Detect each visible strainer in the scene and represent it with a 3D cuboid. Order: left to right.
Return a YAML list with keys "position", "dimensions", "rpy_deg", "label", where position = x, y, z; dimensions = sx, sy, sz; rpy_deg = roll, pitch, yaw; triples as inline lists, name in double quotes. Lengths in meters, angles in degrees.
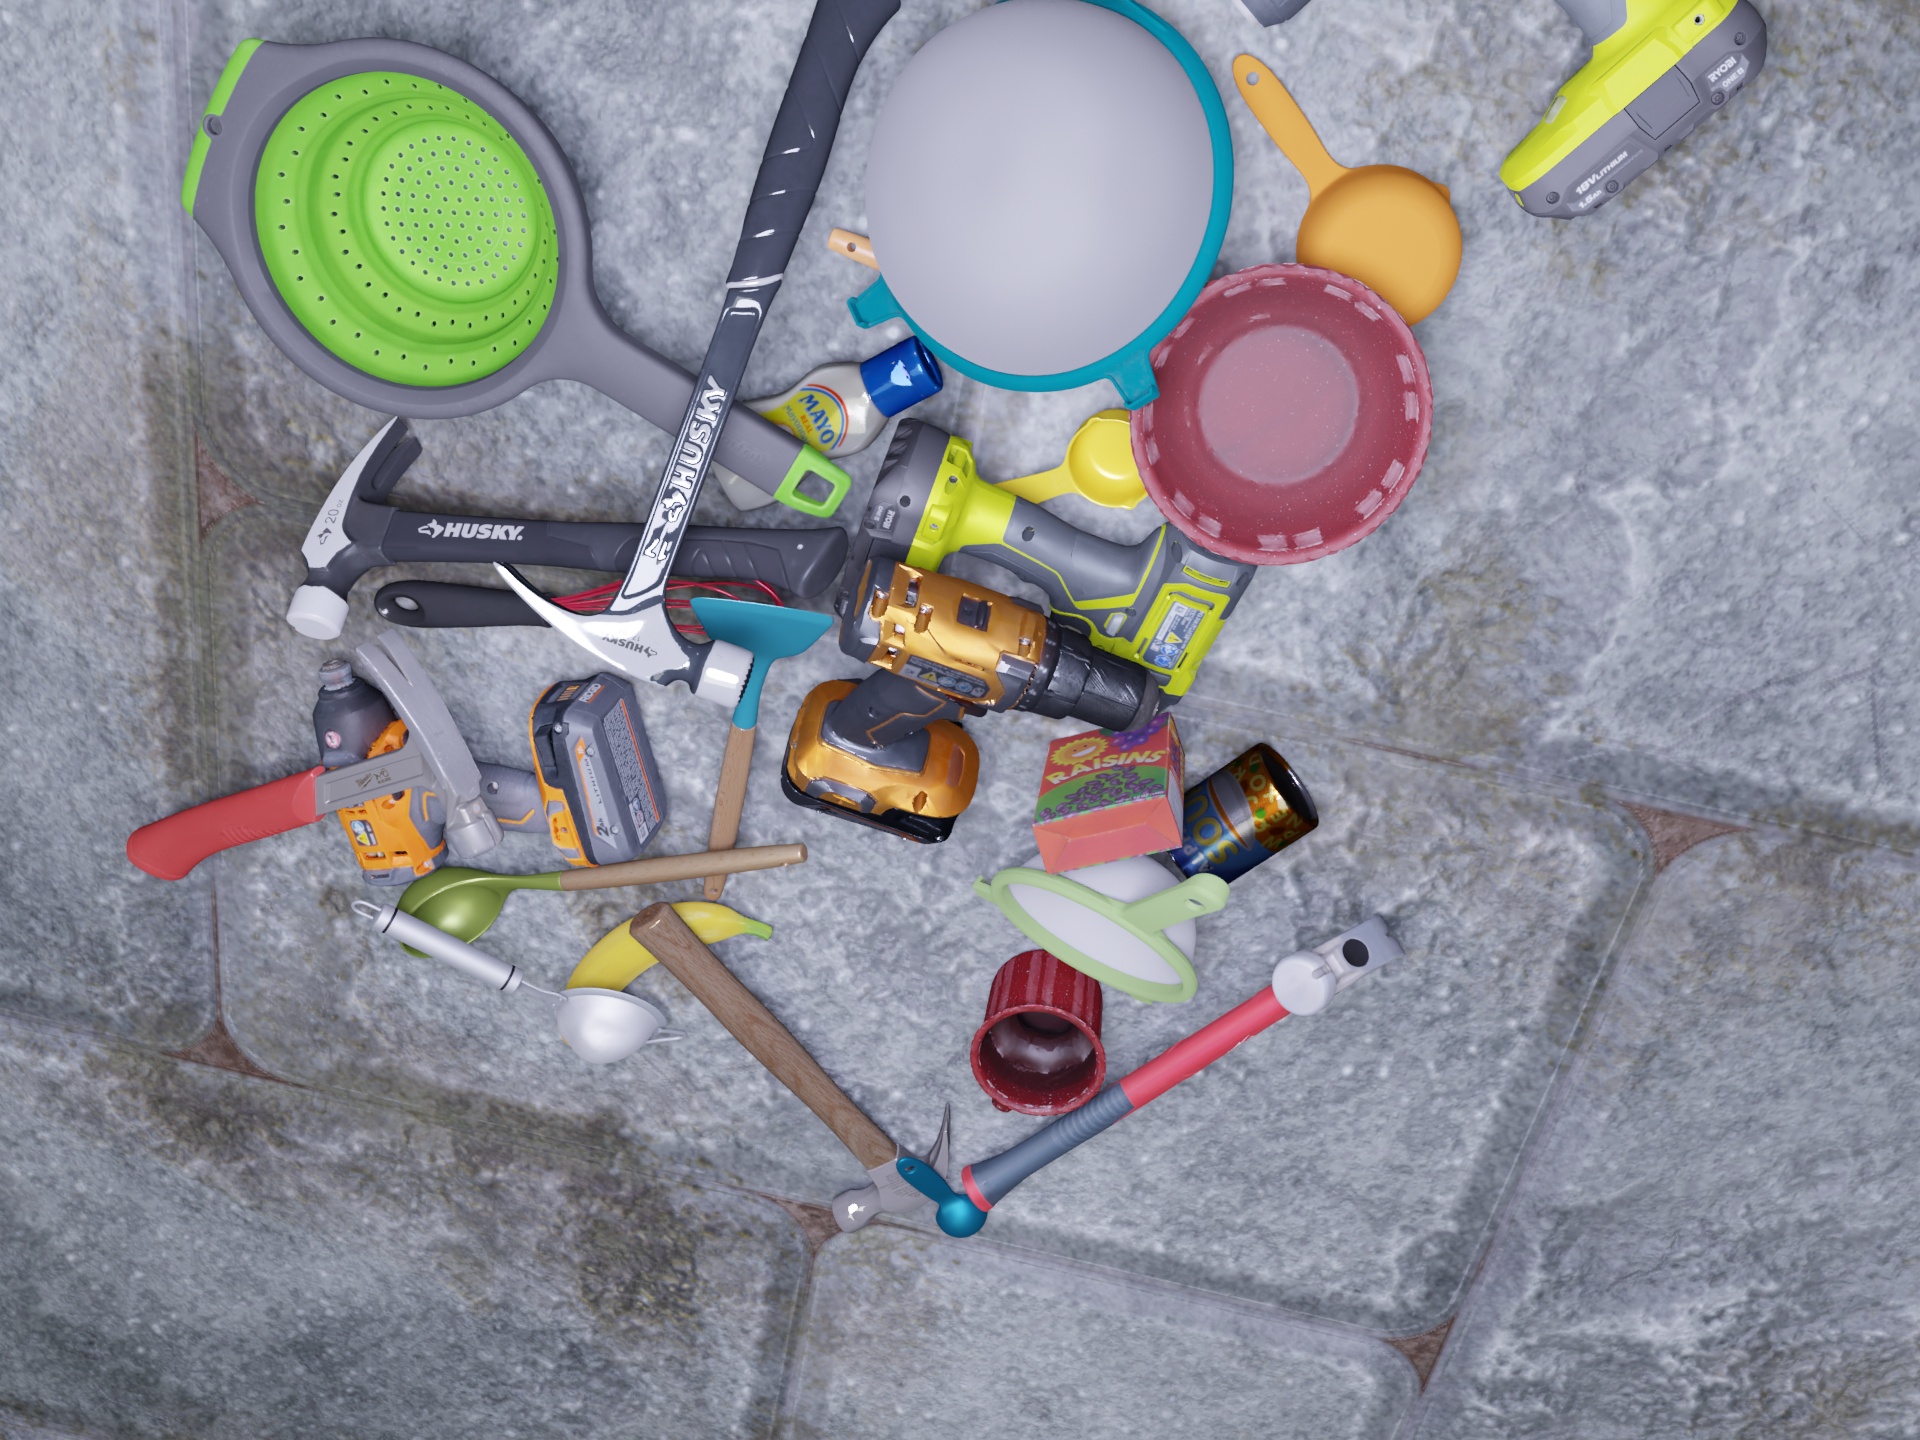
- position: [-0.311, 0.189, 1.123]
  dimensions: [0.258, 0.050, 0.087]
  rpy_deg: [32, 135, -20]
  label: "strainer"
- position: [0.044, -0.339, 0.807]
  dimensions: [0.211, 0.095, 0.340]
  rpy_deg: [22, 107, 23]
  label: "strainer"
- position: [0.115, 0.106, 1.003]
  dimensions: [0.151, 0.069, 0.256]
  rpy_deg: [34, 158, -6]
  label: "strainer"

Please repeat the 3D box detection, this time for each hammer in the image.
- position: [-0.461, 0.049, 1.075]
  dimensions: [0.359, 0.037, 0.149]
  rpy_deg: [-14, 108, 34]
  label: "hammer"
- position: [-0.231, -0.110, 0.952]
  dimensions: [0.335, 0.146, 0.035]
  rpy_deg: [4, 154, 12]
  label: "hammer"
- position: [-0.124, -0.221, 0.865]
  dimensions: [0.149, 0.036, 0.409]
  rpy_deg: [20, 93, -5]
  label: "hammer"
- position: [-0.122, 0.251, 1.164]
  dimensions: [0.130, 0.031, 0.331]
  rpy_deg: [-29, 116, 18]
  label: "hammer"
- position: [0.140, 0.251, 1.123]
  dimensions: [0.386, 0.143, 0.038]
  rpy_deg: [-42, 71, 34]
  label: "hammer"

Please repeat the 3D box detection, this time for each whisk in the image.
- position: [-0.250, -0.072, 1.035]
  dimensions: [0.296, 0.073, 0.073]
  rpy_deg: [3, 116, 14]
  label: "whisk"

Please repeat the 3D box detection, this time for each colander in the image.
- position: [-0.236, -0.243, 0.928]
  dimensions: [0.397, 0.095, 0.204]
  rpy_deg: [30, 114, -12]
  label: "colander"

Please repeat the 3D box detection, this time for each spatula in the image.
- position: [-0.145, 0.026, 1.024]
  dimensions: [0.082, 0.044, 0.317]
  rpy_deg: [7, 136, -10]
  label: "spatula"
- position: [0.074, -0.220, 0.921]
  dimensions: [0.322, 0.041, 0.081]
  rpy_deg: [21, 113, -1]
  label: "spatula"

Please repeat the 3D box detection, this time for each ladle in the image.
- position: [-0.253, 0.120, 1.104]
  dimensions: [0.320, 0.062, 0.078]
  rpy_deg: [-8, 157, 19]
  label: "ladle"

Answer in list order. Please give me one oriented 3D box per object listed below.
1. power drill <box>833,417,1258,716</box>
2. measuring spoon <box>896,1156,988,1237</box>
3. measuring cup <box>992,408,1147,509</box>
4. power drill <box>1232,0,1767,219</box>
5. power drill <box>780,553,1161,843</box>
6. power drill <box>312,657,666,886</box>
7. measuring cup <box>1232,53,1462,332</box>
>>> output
- position: [0.045, -0.080, 0.964]
  dimensions: [0.223, 0.080, 0.171]
  rpy_deg: [20, 137, -4]
  label: "power drill"
- position: [-0.015, 0.362, 1.198]
  dimensions: [0.042, 0.021, 0.128]
  rpy_deg: [-31, 135, 5]
  label: "measuring spoon"
- position: [0.051, -0.148, 0.973]
  dimensions: [0.156, 0.029, 0.062]
  rpy_deg: [-14, 118, 27]
  label: "measuring cup"
- position: [0.268, -0.368, 0.801]
  dimensions: [0.190, 0.080, 0.228]
  rpy_deg: [-40, 102, 23]
  label: "power drill"
- position: [-0.002, -0.003, 0.959]
  dimensions: [0.185, 0.084, 0.226]
  rpy_deg: [18, 149, -12]
  label: "power drill"
- position: [-0.330, 0.028, 1.081]
  dimensions: [0.226, 0.084, 0.164]
  rpy_deg: [-5, 115, 15]
  label: "power drill"
- position: [0.203, -0.286, 0.861]
  dimensions: [0.095, 0.052, 0.173]
  rpy_deg: [-36, 108, 22]
  label: "measuring cup"
